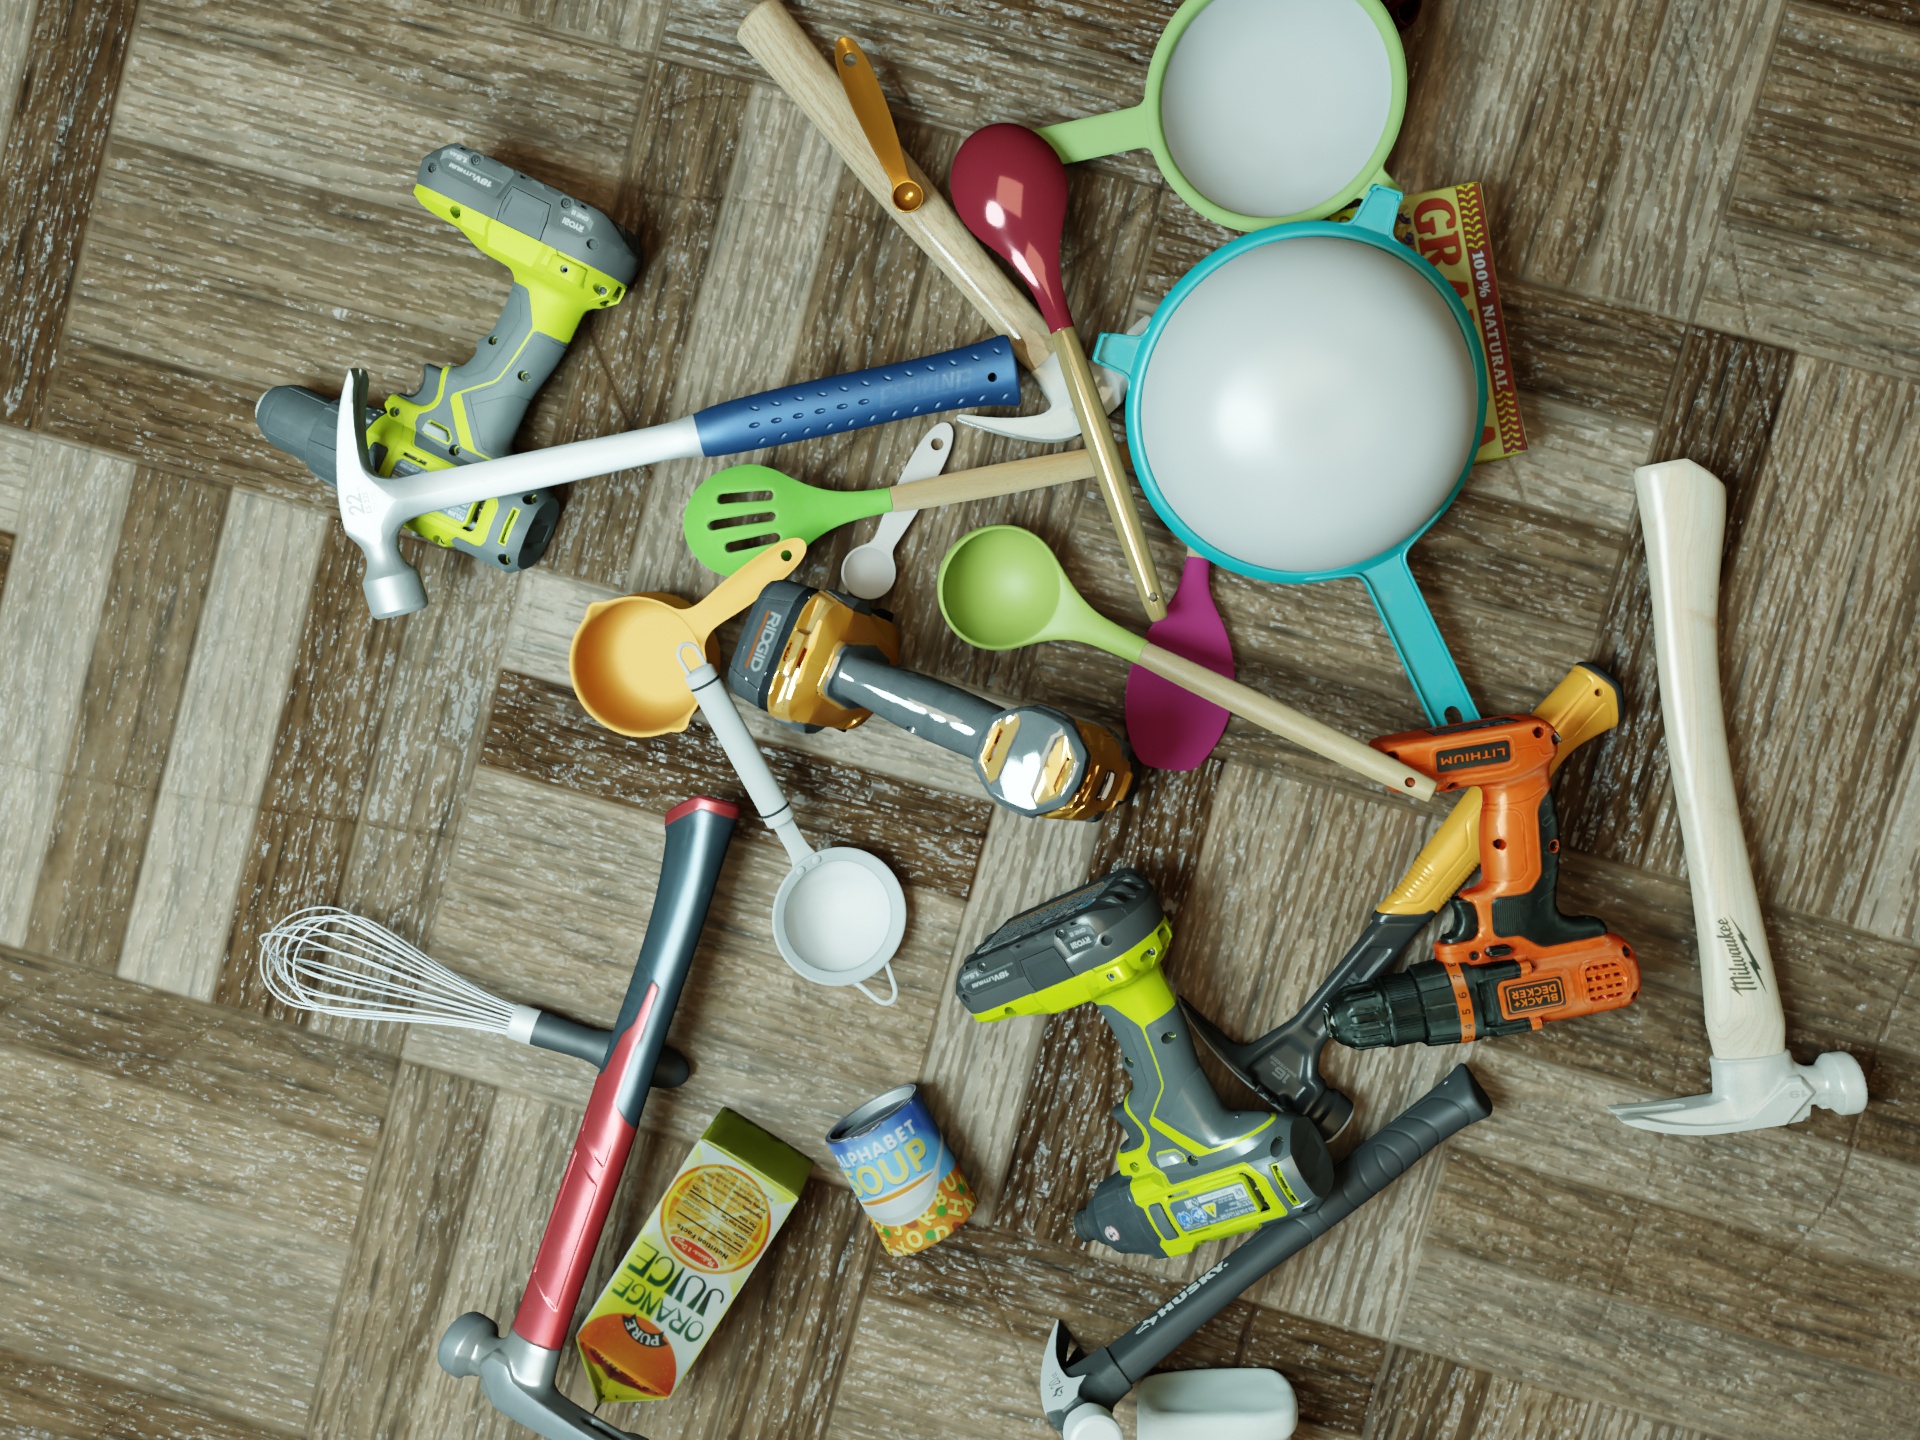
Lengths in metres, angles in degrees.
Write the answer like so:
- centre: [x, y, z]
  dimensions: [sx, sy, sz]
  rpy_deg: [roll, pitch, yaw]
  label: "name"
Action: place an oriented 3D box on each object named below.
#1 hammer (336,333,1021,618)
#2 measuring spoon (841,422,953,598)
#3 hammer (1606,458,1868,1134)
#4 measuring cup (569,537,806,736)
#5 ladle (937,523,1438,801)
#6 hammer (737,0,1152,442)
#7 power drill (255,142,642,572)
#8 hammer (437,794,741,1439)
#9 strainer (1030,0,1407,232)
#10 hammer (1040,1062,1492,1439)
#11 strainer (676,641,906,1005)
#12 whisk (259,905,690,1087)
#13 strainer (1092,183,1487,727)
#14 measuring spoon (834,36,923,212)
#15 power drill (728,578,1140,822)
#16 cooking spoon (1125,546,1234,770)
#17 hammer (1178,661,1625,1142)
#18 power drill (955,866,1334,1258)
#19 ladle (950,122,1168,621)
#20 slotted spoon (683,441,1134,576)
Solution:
- centre: [-0.167, -0.172, 0.942]
  dimensions: [0.405, 0.035, 0.144]
  rpy_deg: [-13, 102, -2]
  label: "hammer"
- centre: [-0.036, -0.132, 1.006]
  dimensions: [0.034, 0.018, 0.124]
  rpy_deg: [28, 87, 3]
  label: "measuring spoon"
- centre: [0.448, 0.048, 0.974]
  dimensions: [0.146, 0.038, 0.410]
  rpy_deg: [-9, 92, 5]
  label: "hammer"
- centre: [-0.160, -0.061, 0.986]
  dimensions: [0.173, 0.052, 0.095]
  rpy_deg: [-35, 95, 11]
  label: "measuring cup"
- centre: [0.128, -0.028, 0.937]
  dimensions: [0.320, 0.062, 0.078]
  rpy_deg: [27, 103, 19]
  label: "ladle"
- centre: [-0.022, -0.309, 0.985]
  dimensions: [0.130, 0.031, 0.331]
  rpy_deg: [-41, 90, 4]
  label: "hammer"
- centre: [-0.314, -0.228, 0.984]
  dimensions: [0.190, 0.080, 0.228]
  rpy_deg: [26, 97, 1]
  label: "power drill"
- centre: [-0.195, 0.235, 0.964]
  dimensions: [0.143, 0.038, 0.386]
  rpy_deg: [17, 86, 25]
  label: "hammer"
- centre: [0.140, -0.364, 0.965]
  dimensions: [0.256, 0.069, 0.151]
  rpy_deg: [-5, 104, 21]
  label: "strainer"
- centre: [0.189, 0.320, 0.973]
  dimensions: [0.335, 0.146, 0.035]
  rpy_deg: [-36, 91, -7]
  label: "hammer"
- centre: [-0.108, 0.064, 0.982]
  dimensions: [0.087, 0.050, 0.258]
  rpy_deg: [-32, 106, -18]
  label: "strainer"
- centre: [-0.309, 0.184, 1.015]
  dimensions: [0.284, 0.070, 0.070]
  rpy_deg: [18, 94, -2]
  label: "whisk"
- centre: [0.231, -0.119, 0.913]
  dimensions: [0.211, 0.095, 0.340]
  rpy_deg: [-27, 102, 10]
  label: "strainer"
- centre: [-0.050, -0.361, 0.966]
  dimensions: [0.021, 0.011, 0.117]
  rpy_deg: [-23, 87, 3]
  label: "measuring spoon"
- centre: [-0.002, -0.003, 0.949]
  dimensions: [0.226, 0.185, 0.084]
  rpy_deg: [24, 94, 21]
  label: "power drill"
- centre: [0.153, -0.127, 0.991]
  dimensions: [0.068, 0.017, 0.319]
  rpy_deg: [8, 94, -7]
  label: "cooking spoon"
- centre: [0.284, 0.096, 0.987]
  dimensions: [0.127, 0.034, 0.337]
  rpy_deg: [39, 94, 0]
  label: "hammer"
- centre: [0.099, 0.218, 0.969]
  dimensions: [0.171, 0.080, 0.223]
  rpy_deg: [-28, 93, 31]
  label: "power drill"
- centre: [0.068, -0.209, 0.956]
  dimensions: [0.069, 0.031, 0.315]
  rpy_deg: [-19, 94, 3]
  label: "ladle"
- centre: [-0.018, -0.143, 0.984]
  dimensions: [0.313, 0.031, 0.070]
  rpy_deg: [-10, 93, -1]
  label: "slotted spoon"
